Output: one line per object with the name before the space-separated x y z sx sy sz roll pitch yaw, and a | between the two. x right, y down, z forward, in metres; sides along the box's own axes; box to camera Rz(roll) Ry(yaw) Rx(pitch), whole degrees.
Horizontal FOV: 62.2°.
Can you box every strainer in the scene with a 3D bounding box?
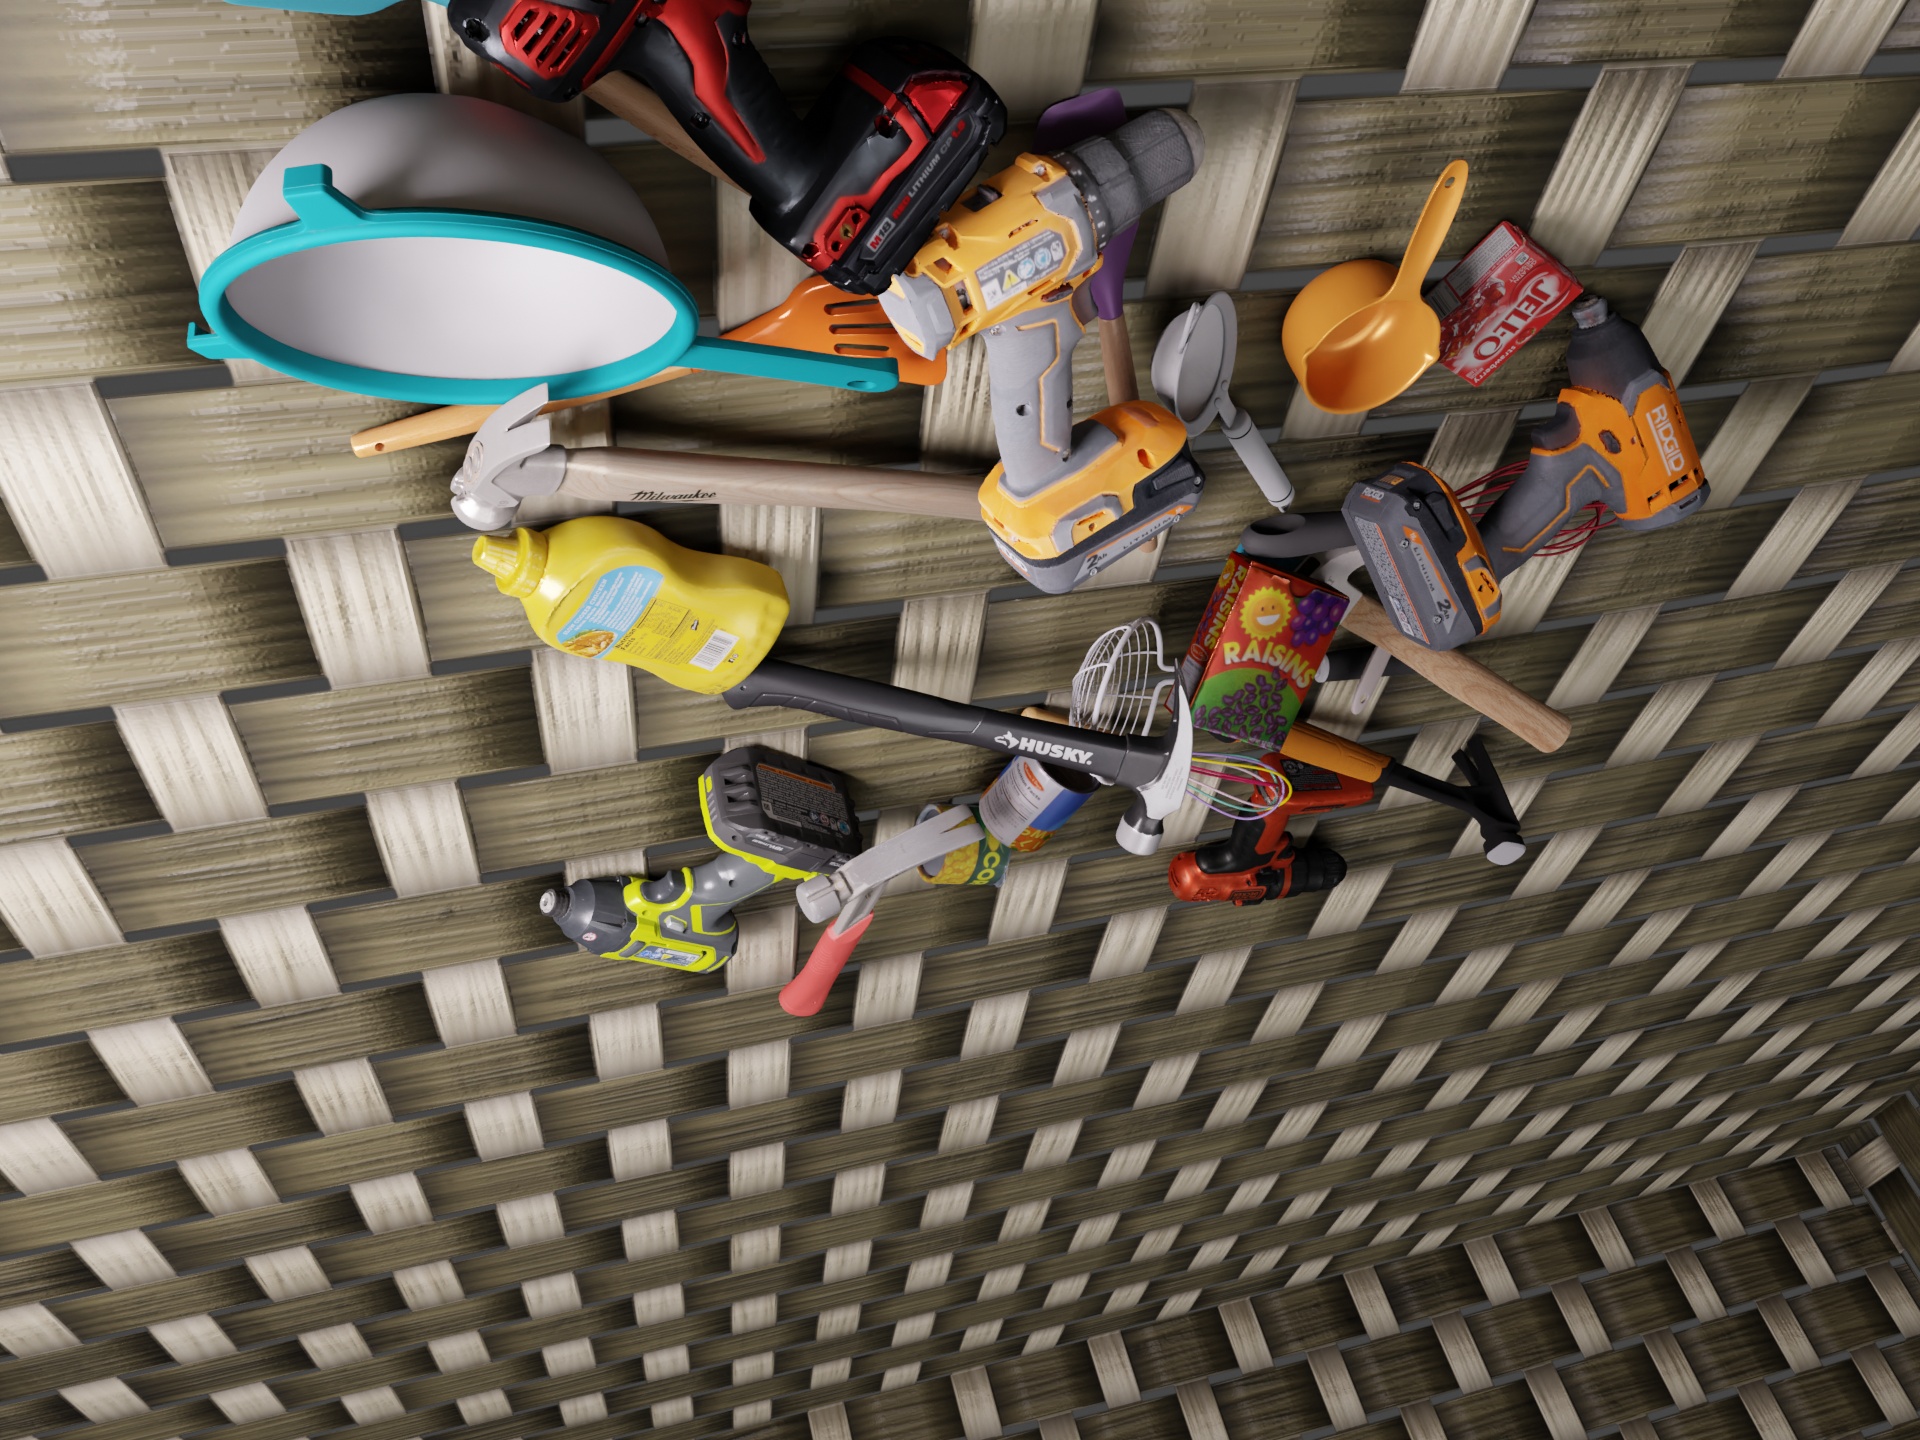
strainer | -0.175 -0.218 0.753 0.340 0.095 0.211 0 172 -36
strainer | 0.169 -0.192 1.006 0.258 0.050 0.087 37 74 -55

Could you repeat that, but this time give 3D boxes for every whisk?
whisk | 0.336 -0.143 1.124 0.295 0.073 0.073 -8 143 -13
whisk | 0.160 0.028 1.264 0.244 0.051 0.047 17 164 -20

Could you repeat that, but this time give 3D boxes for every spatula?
spatula | -0.166 -0.286 0.721 0.317 0.044 0.082 19 123 -43
spatula | 0.089 -0.216 0.929 0.060 0.018 0.315 -20 137 -1
spatula | -0.169 -0.184 0.858 0.322 0.041 0.080 -15 138 -3

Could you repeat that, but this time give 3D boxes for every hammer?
hammer | 0.372 -0.048 1.234 0.331 0.031 0.130 24 109 -33
hammer | -0.002 -0.003 1.088 0.334 0.035 0.146 13 122 -6
hammer | -0.090 0.174 1.316 0.149 0.037 0.359 -24 163 -24
hammer | -0.073 -0.139 0.927 0.410 0.038 0.146 -1 171 -30
hammer | 0.340 0.029 1.353 0.336 0.127 0.034 18 133 -27

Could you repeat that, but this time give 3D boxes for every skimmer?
skimmer | 0.242 -0.026 1.219 0.363 0.090 0.127 -5 114 -22

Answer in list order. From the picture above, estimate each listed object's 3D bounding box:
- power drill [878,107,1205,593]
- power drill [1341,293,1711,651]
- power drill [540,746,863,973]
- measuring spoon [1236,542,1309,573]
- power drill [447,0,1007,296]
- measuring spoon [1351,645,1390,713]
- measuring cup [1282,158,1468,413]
power drill | 0.067 -0.202 0.861 0.185 0.084 0.226 -33 133 -9
power drill | 0.373 -0.165 1.053 0.226 0.084 0.164 -31 112 -3
power drill | -0.199 0.116 1.222 0.223 0.080 0.171 -37 142 29
measuring spoon | 0.240 -0.116 1.167 0.128 0.021 0.042 8 123 -46
power drill | -0.081 -0.311 0.685 0.226 0.080 0.188 27 106 -44
measuring spoon | 0.338 -0.058 1.238 0.034 0.018 0.124 10 109 -39
measuring cup | 0.248 -0.264 0.937 0.095 0.052 0.173 -5 141 -19
